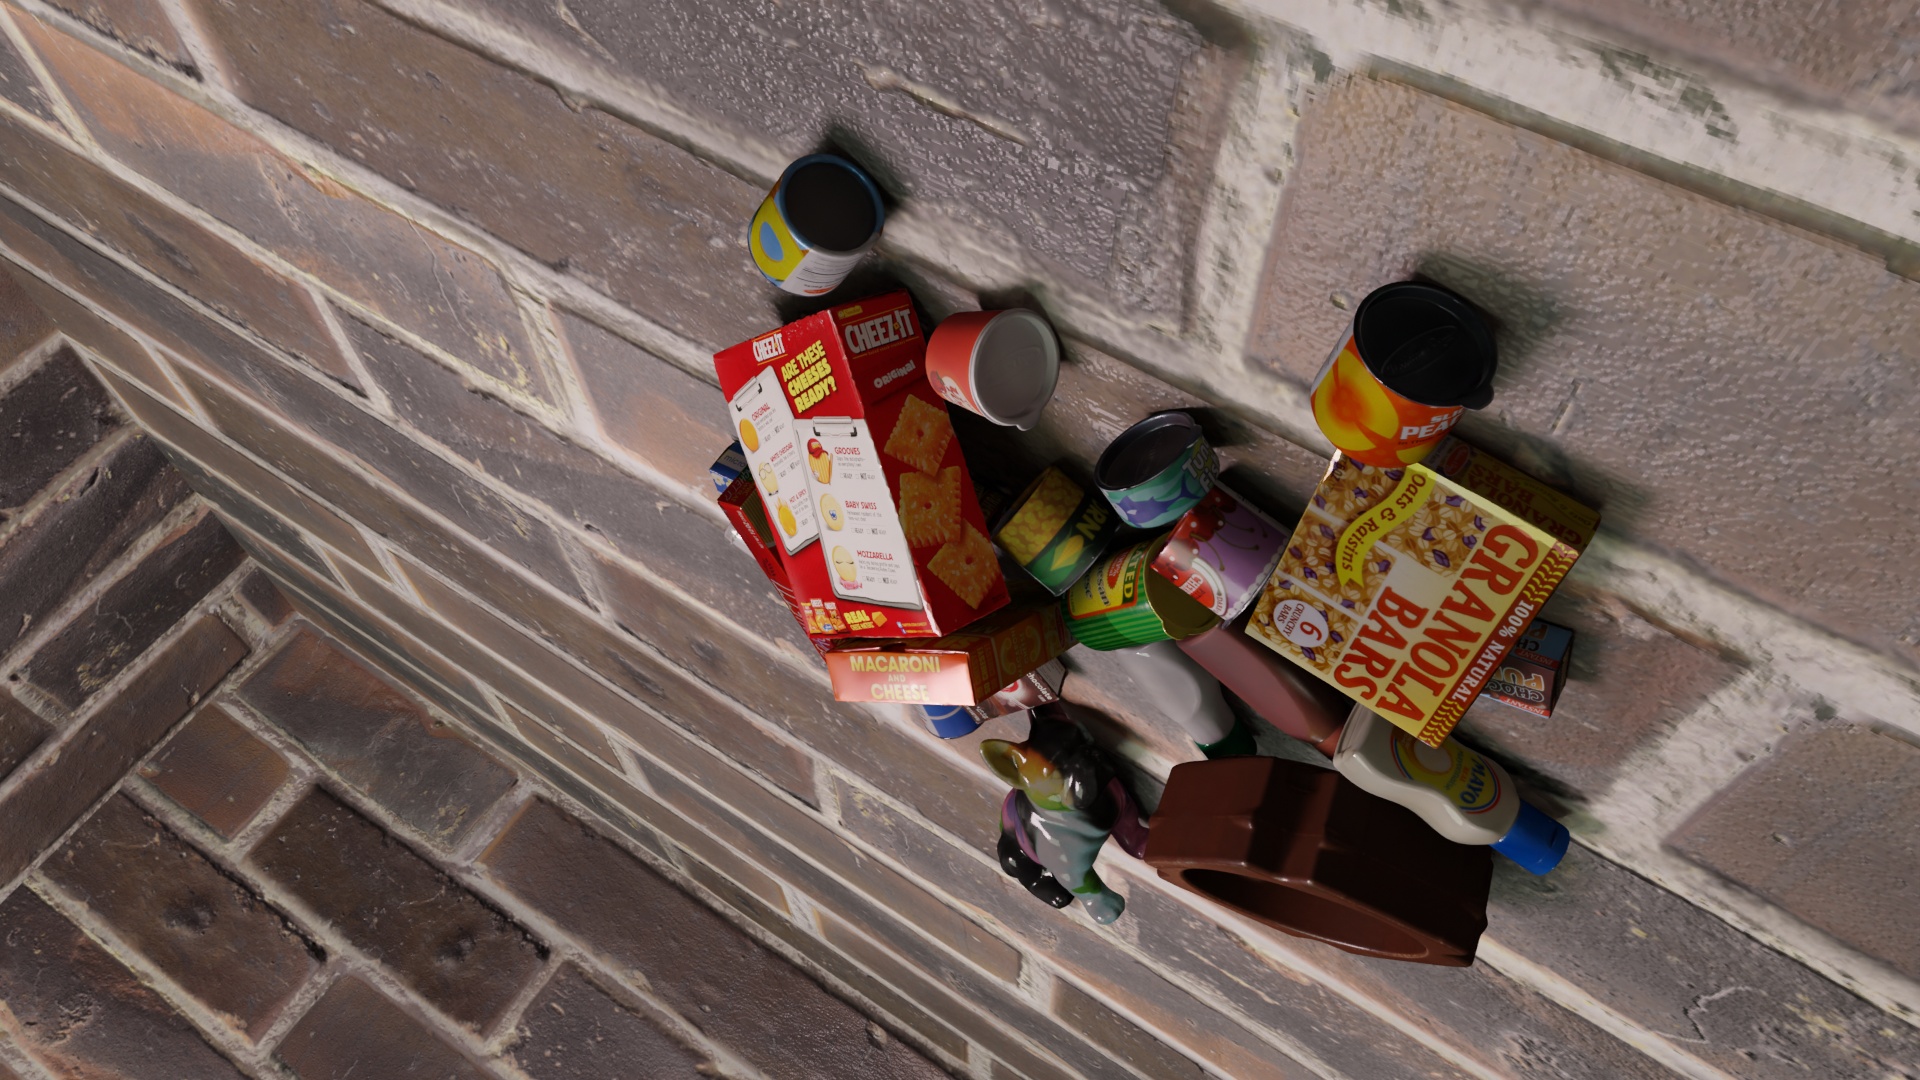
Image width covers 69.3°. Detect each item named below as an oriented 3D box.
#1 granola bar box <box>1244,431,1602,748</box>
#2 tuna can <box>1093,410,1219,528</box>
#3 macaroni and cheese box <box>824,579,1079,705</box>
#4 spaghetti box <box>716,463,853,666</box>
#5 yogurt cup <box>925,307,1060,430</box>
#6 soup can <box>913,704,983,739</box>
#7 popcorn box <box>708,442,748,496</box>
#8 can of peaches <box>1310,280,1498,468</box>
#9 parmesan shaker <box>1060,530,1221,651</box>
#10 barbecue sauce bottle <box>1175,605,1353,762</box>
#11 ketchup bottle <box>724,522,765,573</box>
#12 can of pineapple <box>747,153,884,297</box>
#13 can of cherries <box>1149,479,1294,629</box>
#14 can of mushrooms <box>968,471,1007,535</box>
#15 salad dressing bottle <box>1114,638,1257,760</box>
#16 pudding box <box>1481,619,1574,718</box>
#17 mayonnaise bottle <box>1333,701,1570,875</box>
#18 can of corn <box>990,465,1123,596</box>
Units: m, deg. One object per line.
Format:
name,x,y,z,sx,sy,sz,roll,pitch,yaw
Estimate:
granola bar box,0.235,0.019,0.728,0.124,0.039,0.164,32,140,17
tuna can,0.114,-0.041,0.793,0.071,0.071,0.032,-1,135,51
macaroni and cheese box,0.006,0.067,0.969,0.123,0.167,0.040,-3,103,37
spaghetti box,-0.119,0.037,1.133,0.029,0.050,0.249,14,146,37
yogurt cup,0.017,-0.105,0.815,0.054,0.072,0.072,19,149,48
soup can,-0.013,0.122,1.215,0.071,0.071,0.083,16,145,37
popcorn box,-0.144,-0.024,1.168,0.127,0.038,0.084,24,150,25
can of peaches,0.201,-0.072,0.631,0.071,0.071,0.057,33,154,8
parmesan shaker,0.117,0.037,0.907,0.071,0.071,0.103,44,153,-13
barbecue sauce bottle,0.215,0.098,0.916,0.148,0.044,0.064,40,157,-6
ketchup bottle,-0.142,0.026,1.240,0.149,0.044,0.064,36,153,3
can of pineapple,-0.085,-0.184,0.808,0.071,0.071,0.057,43,152,-10
can of cherries,0.152,0.007,0.817,0.058,0.072,0.071,36,153,4
can of mushrooms,0.003,-0.012,0.976,0.033,0.071,0.070,33,153,8
salad dressing bottle,0.165,0.111,1.000,0.064,0.044,0.147,0,137,48
pudding box,0.294,0.062,0.776,0.084,0.030,0.049,21,149,30
mayonnaise bottle,0.310,0.155,0.874,0.148,0.065,0.041,33,150,0
can of corn,0.063,-0.009,0.910,0.058,0.071,0.071,40,153,-4
